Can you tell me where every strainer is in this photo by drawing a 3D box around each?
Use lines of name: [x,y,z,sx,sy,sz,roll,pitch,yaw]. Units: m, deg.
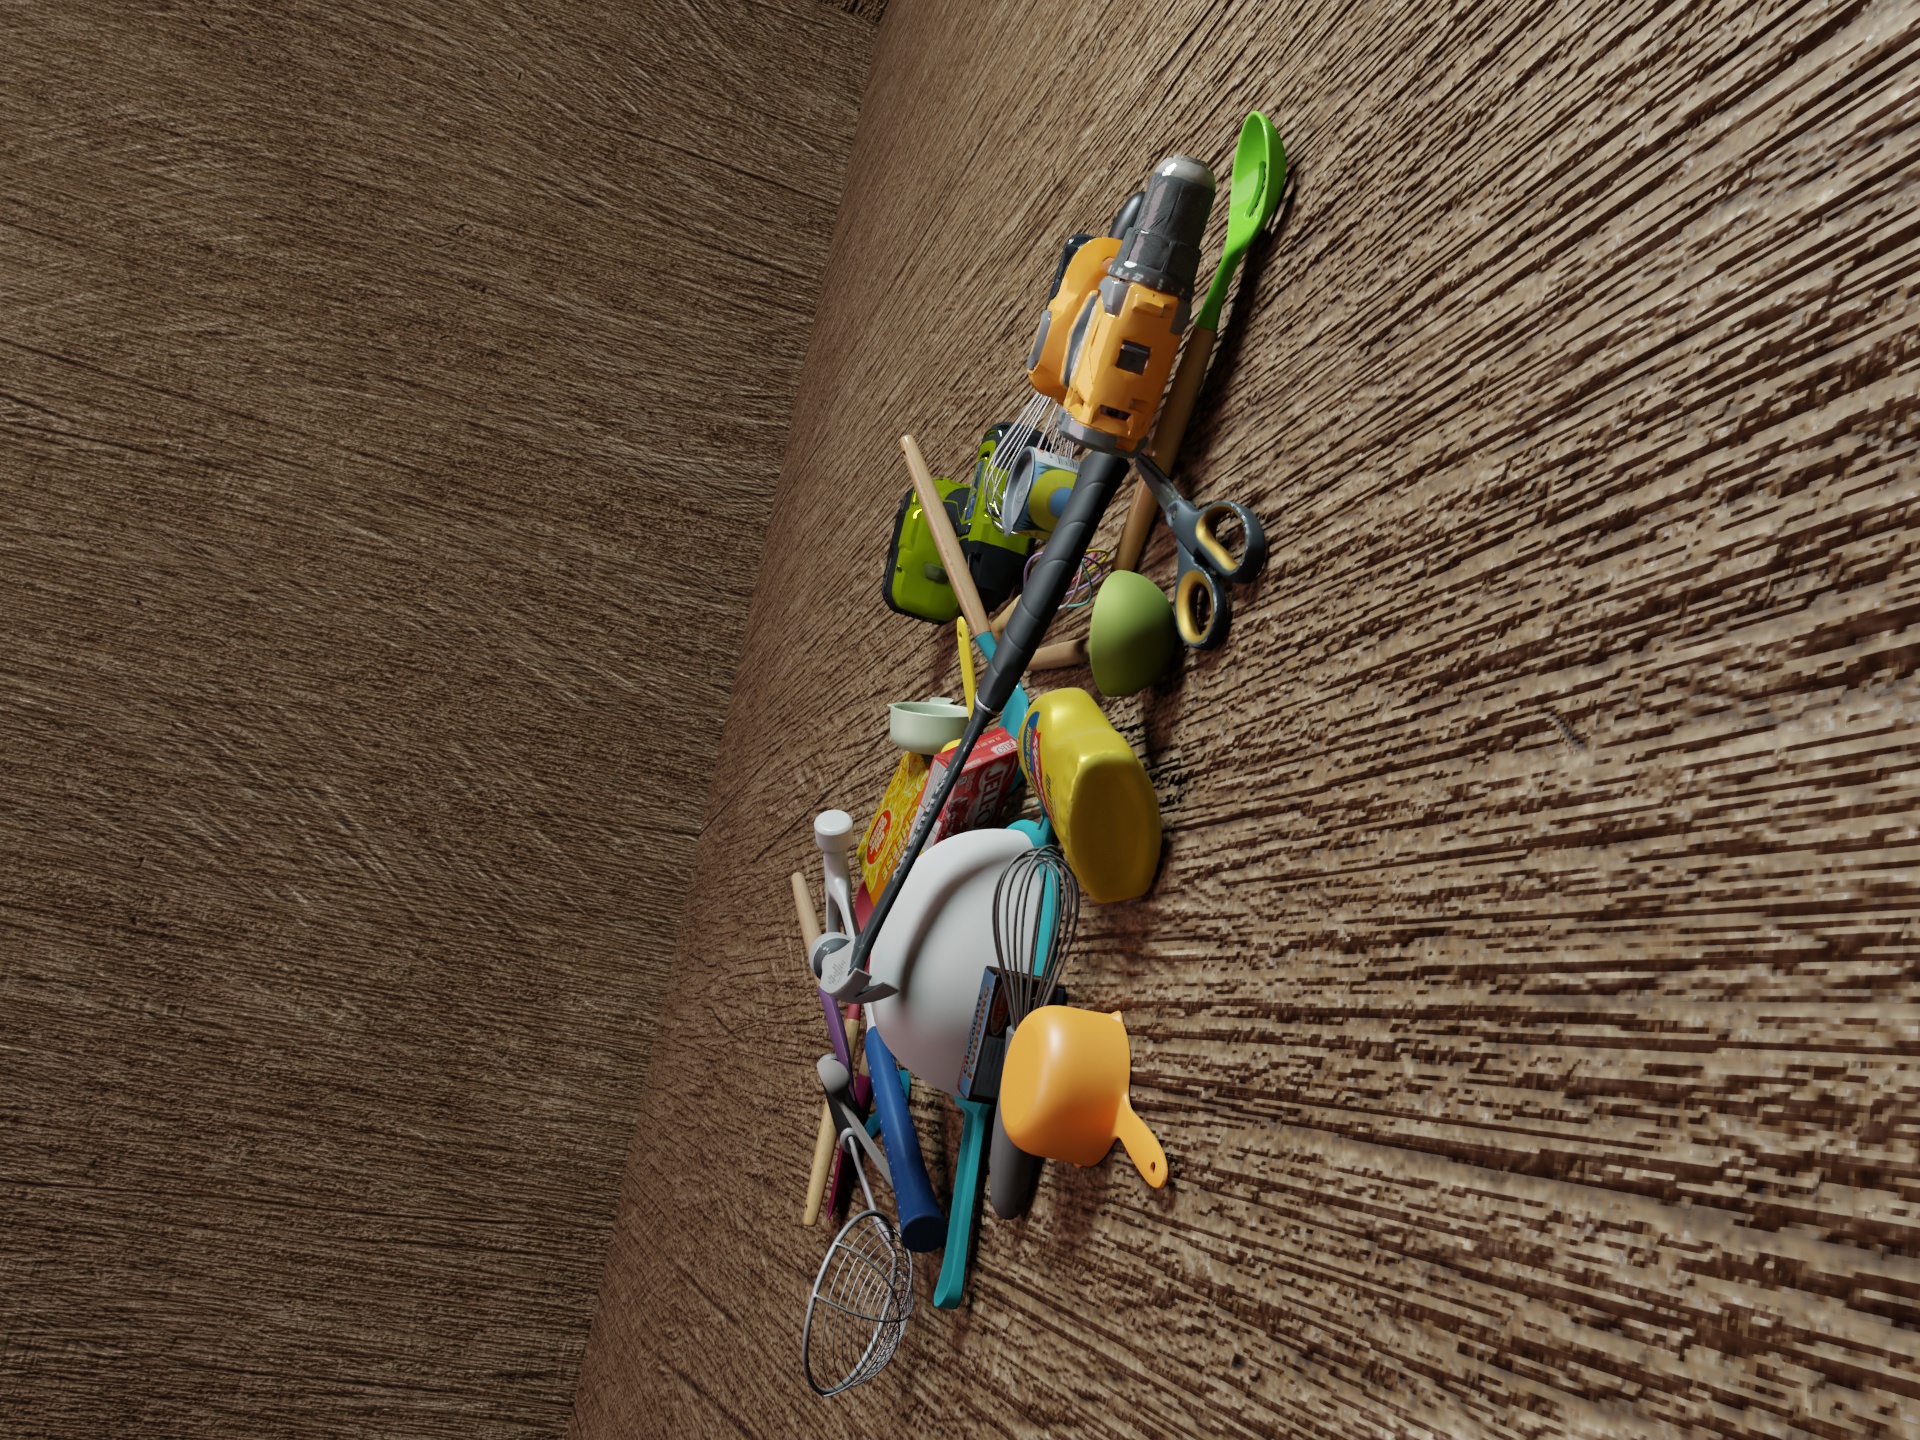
strainer: [-0.019,0.223,1.103,0.211,0.095,0.341,132,150,-61]

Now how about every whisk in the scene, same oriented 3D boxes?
whisk: [0.061,-0.092,1.219,0.047,0.051,0.245,-41,0,-17]
whisk: [0.089,-0.279,1.256,0.070,0.070,0.284,-116,47,-68]
whisk: [0.039,0.193,0.977,0.055,0.055,0.239,-150,64,-75]

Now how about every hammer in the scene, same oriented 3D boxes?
hammer: [-0.069,0.250,1.276,0.406,0.035,0.144,-111,16,-53]
hammer: [0.010,0.004,1.059,0.409,0.036,0.149,-63,13,-3]

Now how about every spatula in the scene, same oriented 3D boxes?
spatula: [-0.122,0.223,1.403,0.316,0.018,0.059,-117,18,-60]
spatula: [0.000,-0.090,1.280,0.318,0.044,0.082,69,156,14]

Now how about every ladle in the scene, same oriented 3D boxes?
ladle: [0.074,-0.050,1.090,0.320,0.062,0.078,175,102,-77]
ladle: [-0.104,0.299,1.451,0.069,0.031,0.316,-28,46,60]

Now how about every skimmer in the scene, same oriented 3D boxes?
skimmer: [-0.104,0.370,1.251,0.364,0.090,0.127,-125,29,-66]

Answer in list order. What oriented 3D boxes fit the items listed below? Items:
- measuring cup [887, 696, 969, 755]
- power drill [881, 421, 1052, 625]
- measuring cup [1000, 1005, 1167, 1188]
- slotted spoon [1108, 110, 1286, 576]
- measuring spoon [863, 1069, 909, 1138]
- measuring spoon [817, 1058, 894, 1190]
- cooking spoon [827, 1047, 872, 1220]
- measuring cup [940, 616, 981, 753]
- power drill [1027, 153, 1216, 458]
measuring cup: [-0.021,0.003,1.397,0.167,0.083,0.038,-66,-19,-84]
power drill: [0.003,-0.158,1.416,0.223,0.080,0.171,171,113,-71]
measuring cup: [0.065,0.214,0.877,0.174,0.052,0.095,-146,71,-77]
slotted spoon: [0.150,-0.230,1.030,0.070,0.031,0.313,-109,34,-65]
measuring spoon: [-0.071,0.329,1.340,0.128,0.021,0.042,123,156,-52]
measuring spoon: [-0.073,0.317,1.245,0.018,0.124,0.034,-33,-6,4]
cooking spoon: [-0.075,0.288,1.401,0.069,0.017,0.319,-117,42,-84]
measuring cup: [-0.002,-0.004,1.251,0.062,0.029,0.156,-147,48,-63]
power drill: [0.110,-0.283,1.071,0.226,0.084,0.185,-98,25,-72]
